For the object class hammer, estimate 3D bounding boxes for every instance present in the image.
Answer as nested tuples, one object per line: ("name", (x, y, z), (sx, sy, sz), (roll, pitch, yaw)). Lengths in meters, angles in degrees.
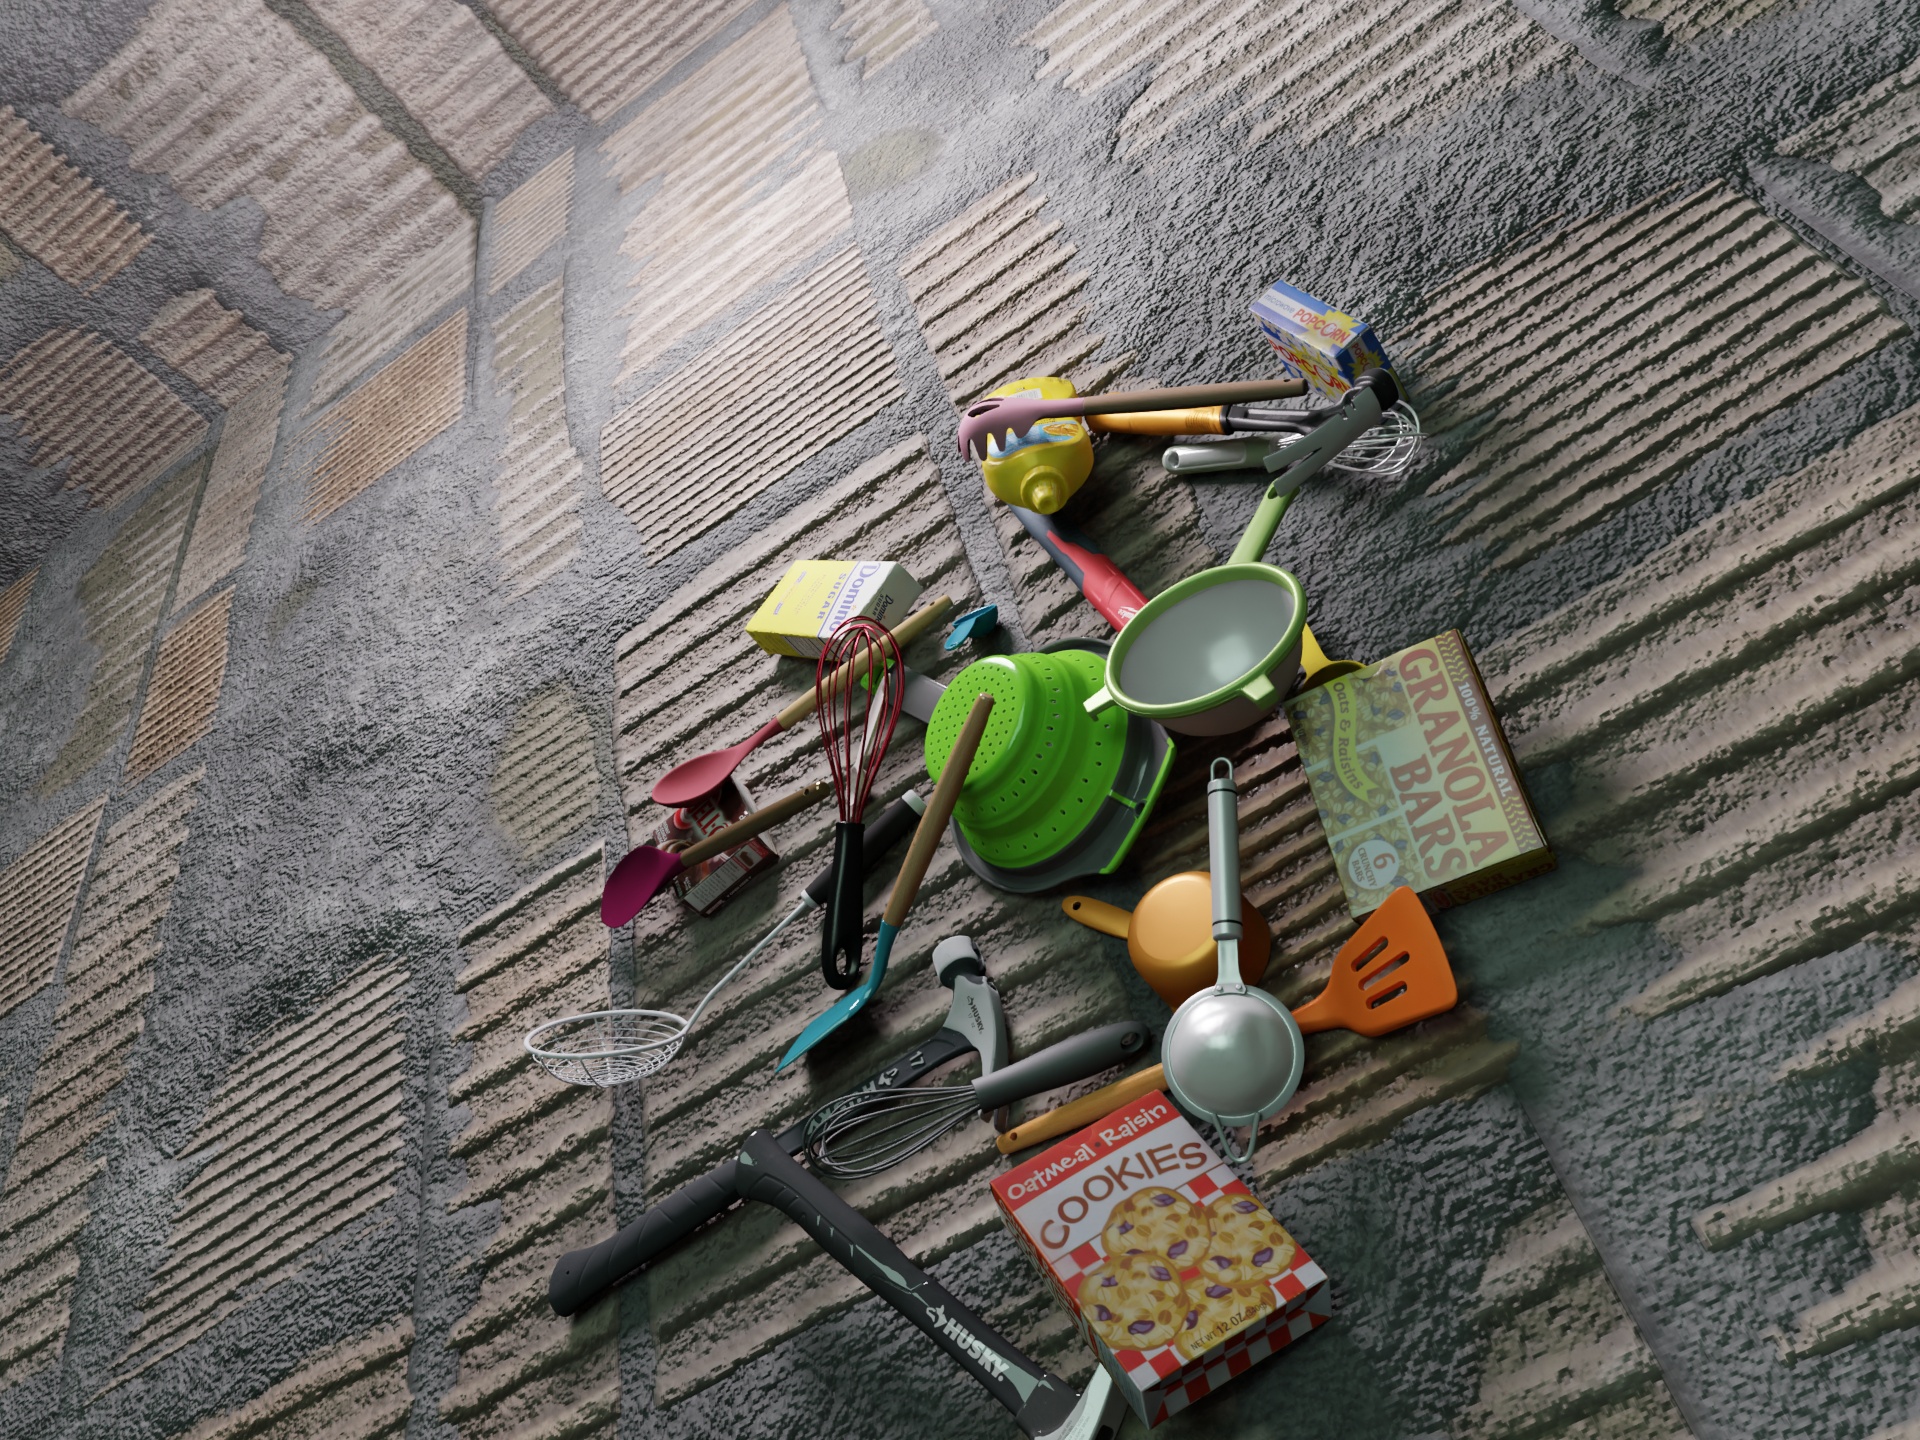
("hammer", (0.199, -0.243, 1.305), (0.127, 0.034, 0.337), (-39, 27, -16))
("hammer", (-0.032, 0.352, 1.003), (0.335, 0.035, 0.146), (26, 74, 41))
("hammer", (0.101, -0.109, 1.319), (0.143, 0.038, 0.387), (-41, 40, 5))
("hammer", (-0.135, 0.319, 1.147), (0.409, 0.036, 0.149), (-35, 41, 11))

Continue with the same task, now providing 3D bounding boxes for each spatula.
("spatula", (-0.050, 0.119, 1.147), (0.082, 0.044, 0.317), (-47, -19, -74))
("spatula", (0.156, 0.207, 0.996), (0.322, 0.041, 0.081), (-29, 54, 20))

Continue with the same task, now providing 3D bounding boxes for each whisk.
("whisk", (-0.086, 0.062, 1.248), (0.073, 0.073, 0.296), (-5, 77, 37))
("whisk", (0.261, -0.219, 1.276), (0.246, 0.059, 0.058), (2, 98, 46))
("whisk", (0.012, 0.241, 1.035), (0.239, 0.055, 0.055), (-19, 41, -5))

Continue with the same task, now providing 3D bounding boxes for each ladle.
("ladle", (-0.136, -0.014, 1.383), (0.315, 0.031, 0.069), (-35, 30, 8))

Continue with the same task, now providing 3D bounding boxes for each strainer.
("strainer", (0.164, 0.138, 0.984), (0.087, 0.050, 0.259), (-7, 61, 18))
("strainer", (0.203, -0.074, 1.138), (0.151, 0.069, 0.256), (-5, 41, 40))

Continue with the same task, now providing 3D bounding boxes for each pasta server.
("pasta server", (0.129, -0.250, 1.285), (0.316, 0.040, 0.060), (1, 45, 32))

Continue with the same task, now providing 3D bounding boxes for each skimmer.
("skimmer", (-0.185, 0.165, 1.278), (0.363, 0.090, 0.127), (-43, 8, -2))

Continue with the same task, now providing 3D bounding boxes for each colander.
("colander", (-0.002, -0.004, 1.245), (0.397, 0.094, 0.204), (27, 89, 54))

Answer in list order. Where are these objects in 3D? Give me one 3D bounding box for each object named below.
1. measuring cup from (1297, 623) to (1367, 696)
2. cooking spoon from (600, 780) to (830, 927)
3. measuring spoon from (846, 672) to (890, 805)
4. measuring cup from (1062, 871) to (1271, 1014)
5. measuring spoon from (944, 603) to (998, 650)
("measuring cup", (0.255, -0.041, 1.142), (0.062, 0.029, 0.157), (-34, 38, 12))
("cooking spoon", (-0.211, 0.108, 1.318), (0.319, 0.017, 0.069), (-27, 52, 40))
("measuring spoon", (-0.071, 0.017, 1.323), (0.034, 0.018, 0.124), (-118, 42, -58))
("measuring cup", (0.124, 0.135, 1.074), (0.174, 0.052, 0.095), (15, 66, 44))
("measuring spoon", (0.008, -0.070, 1.336), (0.042, 0.021, 0.129), (-21, 13, 17))
